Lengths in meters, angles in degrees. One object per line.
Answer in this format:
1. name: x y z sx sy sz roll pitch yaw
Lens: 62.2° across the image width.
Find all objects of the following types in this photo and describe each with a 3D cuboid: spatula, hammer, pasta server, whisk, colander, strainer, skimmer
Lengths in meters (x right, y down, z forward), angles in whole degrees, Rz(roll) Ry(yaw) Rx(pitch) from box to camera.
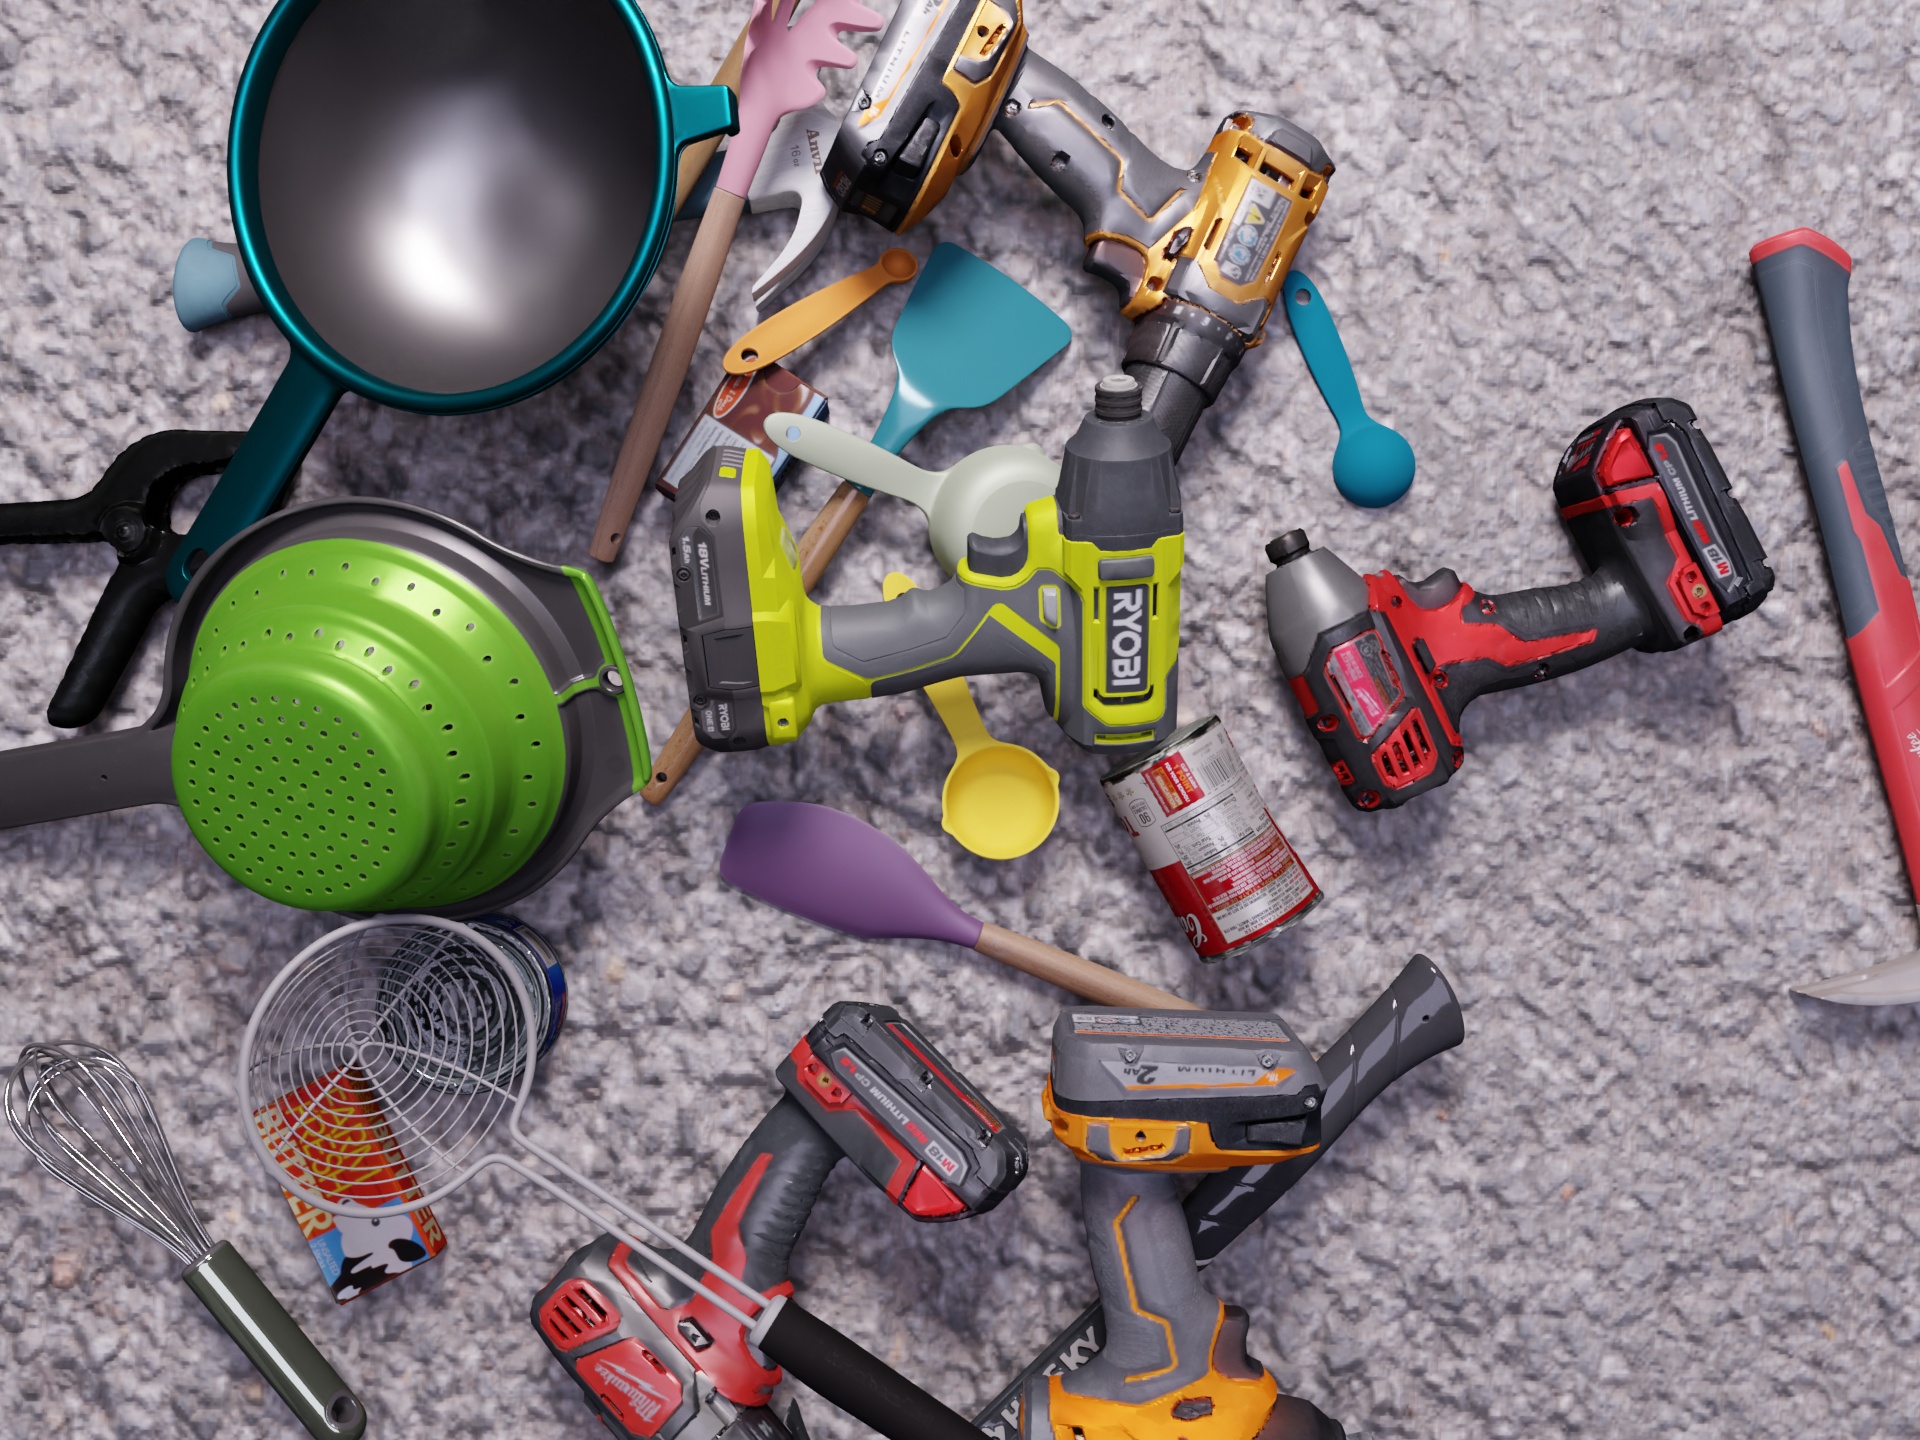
1. spatula: 0.033 0.114 0.787 0.316 0.018 0.059 23 106 -2
2. hammer: -0.219 -0.244 0.779 0.331 0.033 0.128 -12 88 -2
3. pasta server: -0.113 -0.218 0.742 0.060 0.040 0.316 11 108 -42
4. spatula: -0.064 -0.091 0.788 0.082 0.044 0.317 35 92 -2
5. whisk: -0.367 0.251 0.760 0.059 0.058 0.246 -35 94 32
6. colander: -0.341 0.027 0.696 0.397 0.094 0.204 -9 110 12
7. strainer: -0.245 -0.189 0.723 0.211 0.095 0.340 39 103 8
8. hammer: 0.446 -0.052 0.799 0.143 0.038 0.386 -15 89 -1
9. hammer: 0.089 0.266 0.770 0.149 0.036 0.409 45 90 1
10. skimmer: -0.130 0.215 0.664 0.363 0.090 0.127 32 64 6

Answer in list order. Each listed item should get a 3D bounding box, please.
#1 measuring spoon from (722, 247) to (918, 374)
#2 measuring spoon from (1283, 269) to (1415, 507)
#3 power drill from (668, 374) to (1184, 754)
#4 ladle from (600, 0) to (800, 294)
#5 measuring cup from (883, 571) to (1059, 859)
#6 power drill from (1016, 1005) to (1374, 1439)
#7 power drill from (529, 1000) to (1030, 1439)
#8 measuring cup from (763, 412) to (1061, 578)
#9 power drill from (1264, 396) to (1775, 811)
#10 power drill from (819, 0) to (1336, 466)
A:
1. measuring spoon: -0.068 -0.199 0.780 0.117 0.011 0.021 -36 79 -19
2. measuring spoon: 0.193 -0.169 0.798 0.042 0.021 0.128 -24 91 -3
3. power drill: -0.012 -0.065 0.716 0.223 0.080 0.171 -4 118 -3
4. ladle: -0.085 -0.340 0.745 0.078 0.062 0.320 30 87 -10
5. measuring cup: -0.001 -0.003 0.792 0.062 0.029 0.157 -25 78 -4
6. power drill: 0.110 0.250 0.715 0.164 0.084 0.226 2 93 1
7. power drill: -0.067 0.263 0.736 0.188 0.080 0.226 43 89 14
8. measuring cup: -0.014 -0.108 0.754 0.167 0.038 0.083 20 100 -22
9. power drill: 0.260 -0.063 0.775 0.219 0.078 0.143 -27 90 0
10. power drill: 0.048 -0.235 0.758 0.226 0.084 0.185 25 86 -12
